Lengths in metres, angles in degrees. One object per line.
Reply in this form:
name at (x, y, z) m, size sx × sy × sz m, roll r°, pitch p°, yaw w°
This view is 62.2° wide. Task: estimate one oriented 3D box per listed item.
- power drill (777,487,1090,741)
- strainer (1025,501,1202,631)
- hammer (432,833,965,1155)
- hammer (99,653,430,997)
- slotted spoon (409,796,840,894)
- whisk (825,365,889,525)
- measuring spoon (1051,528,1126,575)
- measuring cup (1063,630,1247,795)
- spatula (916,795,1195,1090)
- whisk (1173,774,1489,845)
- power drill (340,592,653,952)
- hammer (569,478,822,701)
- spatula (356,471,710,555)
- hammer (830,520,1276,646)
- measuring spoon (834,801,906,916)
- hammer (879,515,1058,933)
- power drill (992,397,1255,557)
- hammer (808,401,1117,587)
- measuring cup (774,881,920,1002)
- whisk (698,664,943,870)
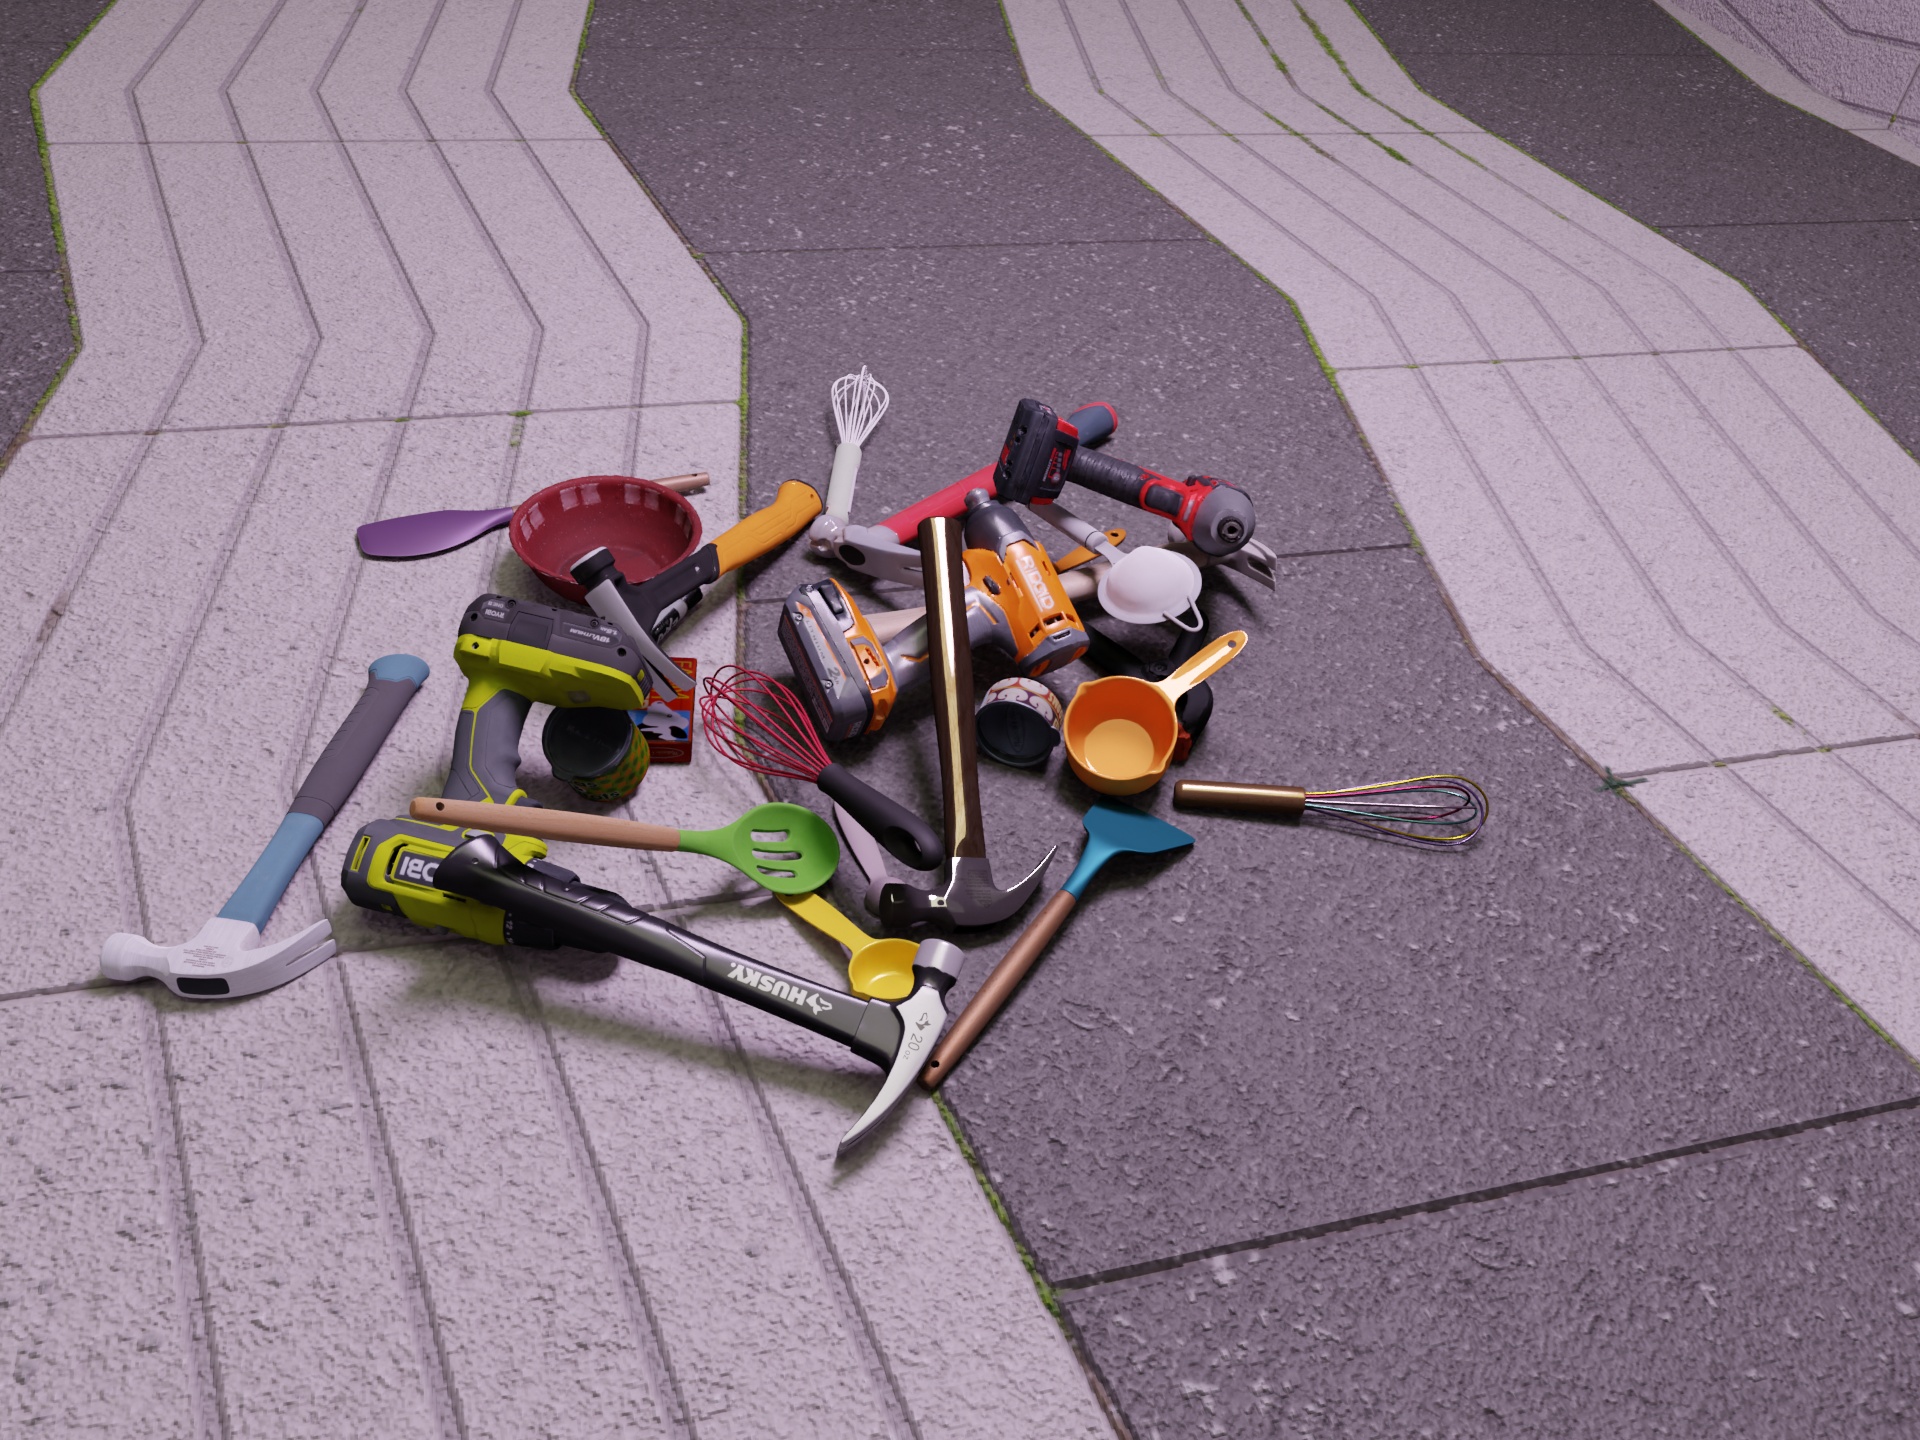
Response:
power drill at (-0.027, -0.090, 1.276) m, size 0.226 × 0.084 × 0.164 m, roll -21°, pitch 77°, yaw -18°
strainer at (0.120, -0.150, 1.365) m, size 0.087 × 0.050 × 0.259 m, roll -33°, pitch 42°, yaw -14°
hammer at (-0.175, 0.154, 1.005) m, size 0.335 × 0.035 × 0.146 m, roll 21°, pitch 60°, yaw 3°
hammer at (-0.460, 0.062, 1.127) m, size 0.128 × 0.033 × 0.331 m, roll 9°, pitch 41°, yaw 3°
slotted spoon at (-0.211, 0.074, 1.049) m, size 0.313 × 0.031 × 0.070 m, roll 11°, pitch 57°, yaw -42°
whisk at (-0.107, -0.265, 1.544) m, size 0.059 × 0.057 × 0.247 m, roll 12°, pitch 45°, yaw -8°
measuring spoon at (0.116, -0.159, 1.482) m, size 0.021 × 0.011 × 0.117 m, roll 36°, pitch 49°, yaw 28°
measuring cup at (0.157, -0.009, 1.251) m, size 0.173 × 0.052 × 0.095 m, roll -36°, pitch 69°, yaw -14°
spatula at (0.063, 0.149, 1.120) m, size 0.082 × 0.044 × 0.317 m, roll 26°, pitch 49°, yaw 22°
whisk at (0.289, 0.060, 1.241) m, size 0.245 × 0.047 × 0.051 m, roll 4°, pitch 43°, yaw 0°
power drill at (-0.293, 0.042, 1.089) m, size 0.190 × 0.080 × 0.229 m, roll 13°, pitch 72°, yaw 4°
hammer at (-0.195, -0.132, 1.337) m, size 0.127 × 0.034 × 0.337 m, roll 55°, pitch 31°, yaw -9°
spatula at (-0.378, -0.189, 1.435) m, size 0.316 × 0.018 × 0.060 m, roll -15°, pitch 47°, yaw -22°
hammer at (0.075, -0.106, 1.377) m, size 0.410 × 0.038 × 0.146 m, roll -16°, pitch 28°, yaw -21°
measuring spoon at (-0.068, 0.093, 1.162) m, size 0.034 × 0.018 × 0.124 m, roll -11°, pitch 47°, yaw -21°
hammer at (-0.002, -0.004, 1.181) m, size 0.130 × 0.031 × 0.332 m, roll 4°, pitch 65°, yaw -19°
power drill at (0.143, -0.198, 1.347) m, size 0.219 × 0.078 × 0.143 m, roll 18°, pitch 15°, yaw -6°
hammer at (0.040, -0.223, 1.507) m, size 0.143 × 0.038 × 0.386 m, roll 21°, pitch 39°, yaw 35°
measuring cup at (-0.079, 0.156, 1.095) m, size 0.062 × 0.029 × 0.157 m, roll -28°, pitch 41°, yaw -33°
whisk at (-0.105, 0.034, 1.154) m, size 0.073 × 0.073 × 0.296 m, roll -23°, pitch 37°, yaw -31°
